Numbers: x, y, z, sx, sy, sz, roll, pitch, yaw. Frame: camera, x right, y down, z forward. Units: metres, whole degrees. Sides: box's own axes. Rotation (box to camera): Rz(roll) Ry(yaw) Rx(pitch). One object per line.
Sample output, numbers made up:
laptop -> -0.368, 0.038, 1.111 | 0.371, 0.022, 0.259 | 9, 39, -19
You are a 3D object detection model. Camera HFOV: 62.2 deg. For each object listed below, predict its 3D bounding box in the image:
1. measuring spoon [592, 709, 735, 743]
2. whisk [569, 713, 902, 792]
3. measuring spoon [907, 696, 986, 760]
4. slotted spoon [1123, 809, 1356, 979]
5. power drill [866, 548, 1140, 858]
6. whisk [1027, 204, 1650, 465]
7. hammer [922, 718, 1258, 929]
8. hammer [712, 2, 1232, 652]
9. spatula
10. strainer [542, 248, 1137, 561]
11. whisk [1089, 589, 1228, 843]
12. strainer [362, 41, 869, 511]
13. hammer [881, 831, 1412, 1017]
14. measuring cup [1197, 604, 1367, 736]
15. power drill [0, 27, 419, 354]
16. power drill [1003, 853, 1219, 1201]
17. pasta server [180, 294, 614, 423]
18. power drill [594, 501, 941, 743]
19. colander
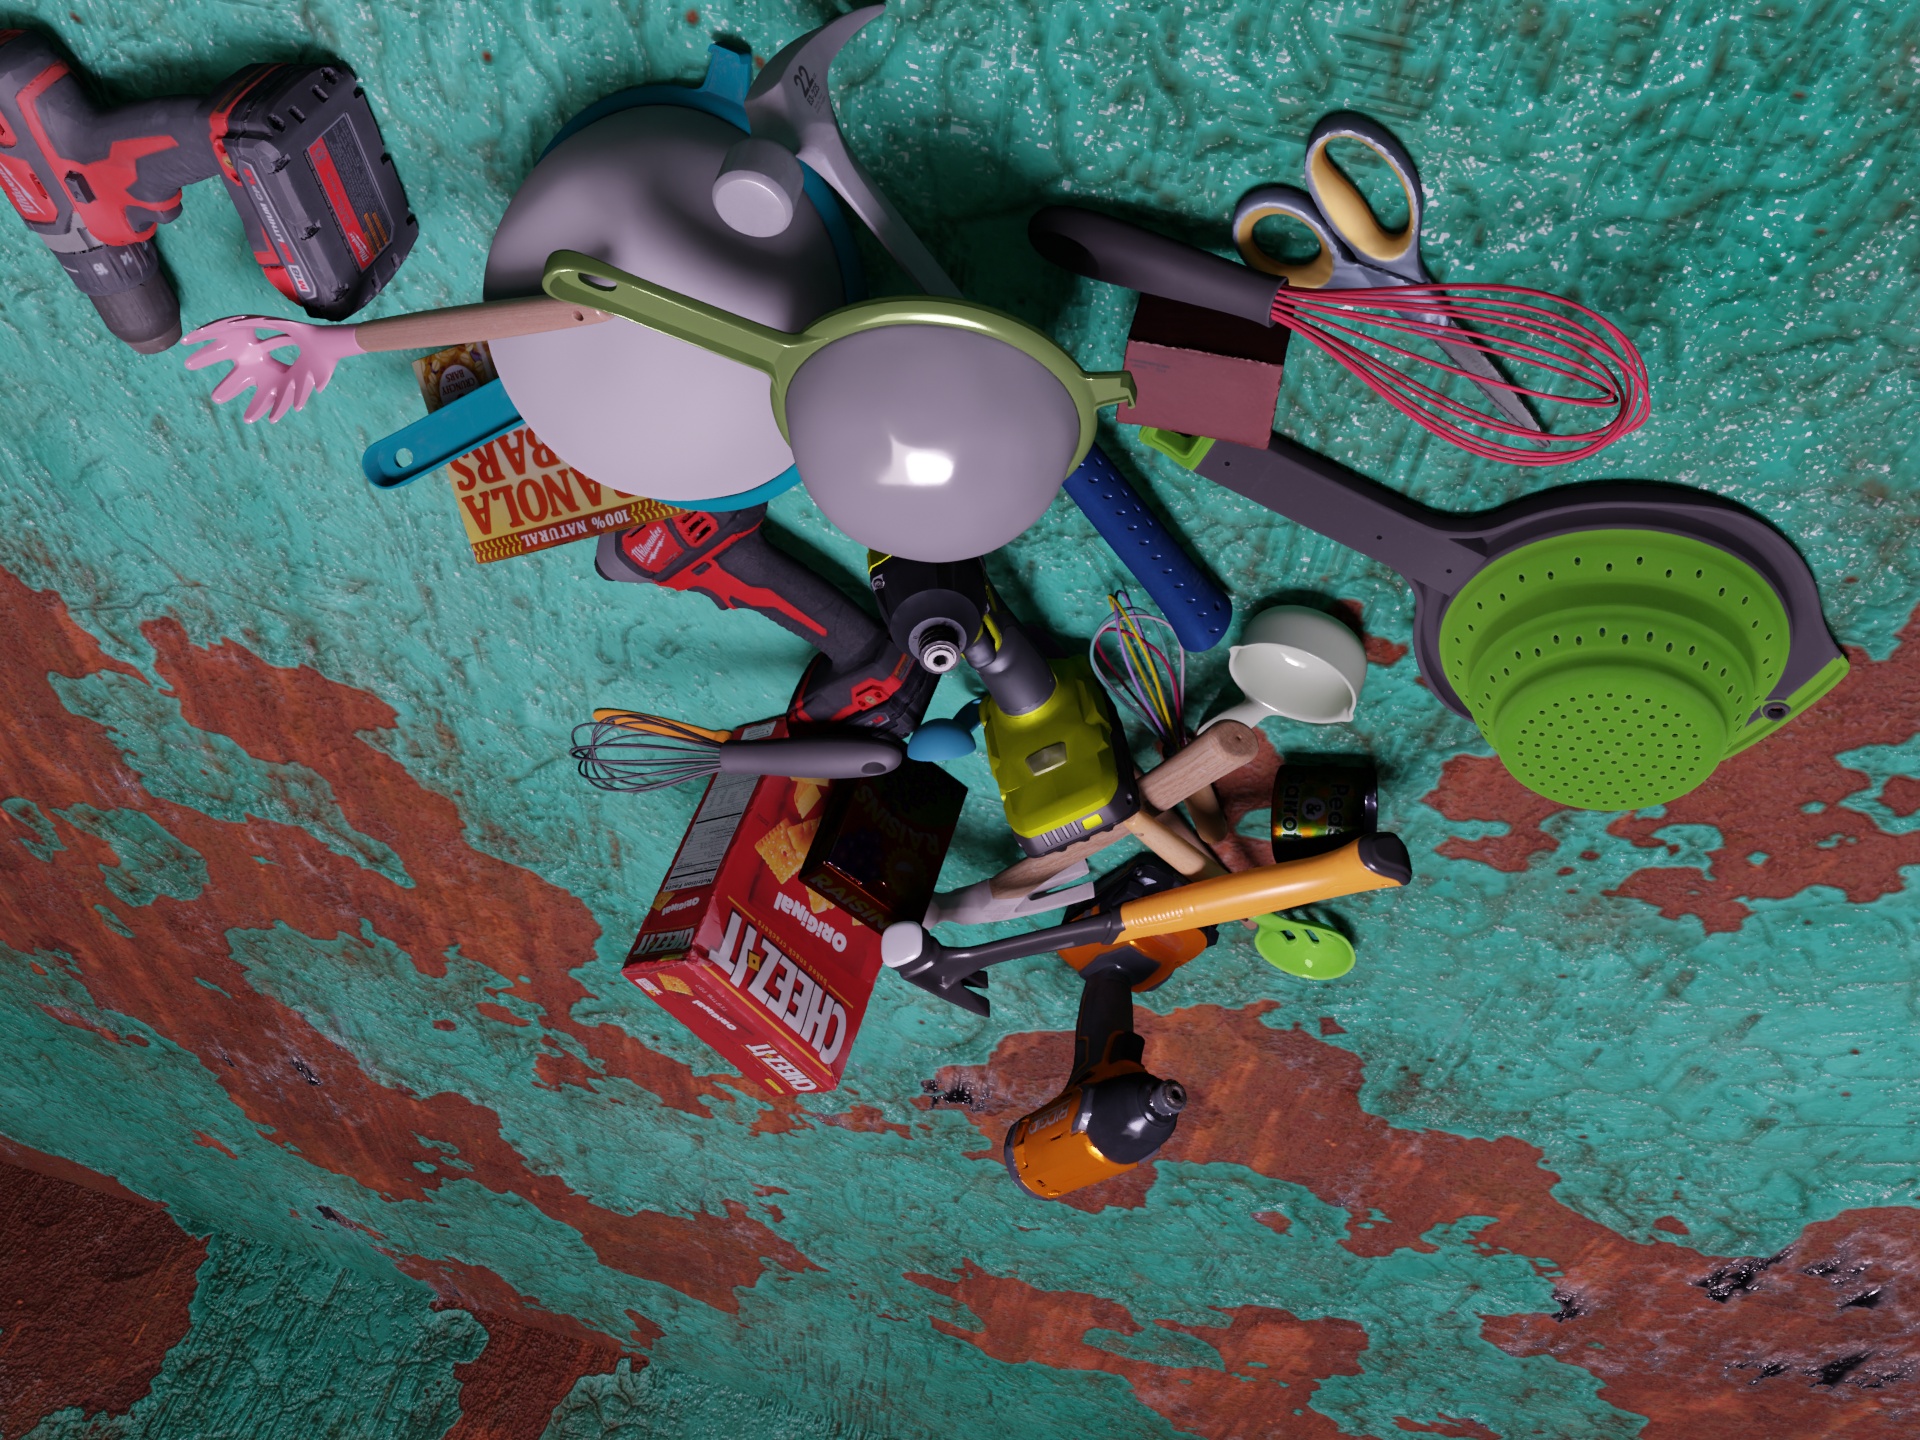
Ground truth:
measuring spoon -> -0.220, 0.009, 1.179 | 0.117, 0.011, 0.021 | 10, 141, 11
whisk -> -0.148, 0.021, 1.019 | 0.239, 0.055, 0.055 | 0, 138, 21
measuring spoon -> -0.002, -0.003, 0.999 | 0.042, 0.129, 0.021 | -2, 106, 15
slotted spoon -> 0.186, 0.117, 1.061 | 0.070, 0.031, 0.313 | -10, 152, 32
power drill -> 0.019, -0.031, 0.898 | 0.080, 0.171, 0.223 | -25, 129, 13
whisk -> 0.162, -0.183, 0.719 | 0.296, 0.073, 0.073 | 23, 144, 19
hammer -> 0.087, 0.075, 1.045 | 0.130, 0.031, 0.331 | -2, 158, -30
hammer -> 0.033, -0.168, 0.794 | 0.035, 0.144, 0.405 | -10, 142, 35
spatula -> 0.119, 0.046, 1.077 | 0.060, 0.018, 0.315 | -21, 126, 34
strainer -> -0.060, -0.131, 0.694 | 0.256, 0.069, 0.151 | 17, 150, -24
whisk -> 0.131, 0.008, 0.999 | 0.047, 0.051, 0.244 | 24, 156, 38
strainer -> -0.210, -0.177, 0.804 | 0.340, 0.095, 0.211 | -18, 103, 29
hammer -> 0.122, 0.129, 1.018 | 0.337, 0.034, 0.127 | -17, 148, 25
measuring cup -> 0.186, -0.022, 0.961 | 0.083, 0.038, 0.167 | 30, 158, -5
power drill -> -0.419, -0.276, 0.871 | 0.227, 0.080, 0.187 | 10, 141, 16
power drill -> 0.115, 0.210, 1.106 | 0.084, 0.227, 0.164 | 31, 140, -15
pasta server -> -0.282, -0.186, 0.784 | 0.316, 0.040, 0.060 | 5, 138, 37
power drill -> -0.124, -0.070, 0.996 | 0.219, 0.079, 0.143 | 42, 136, -23
colander -> 0.269, -0.052, 0.832 | 0.397, 0.095, 0.204 | 24, 142, -7
